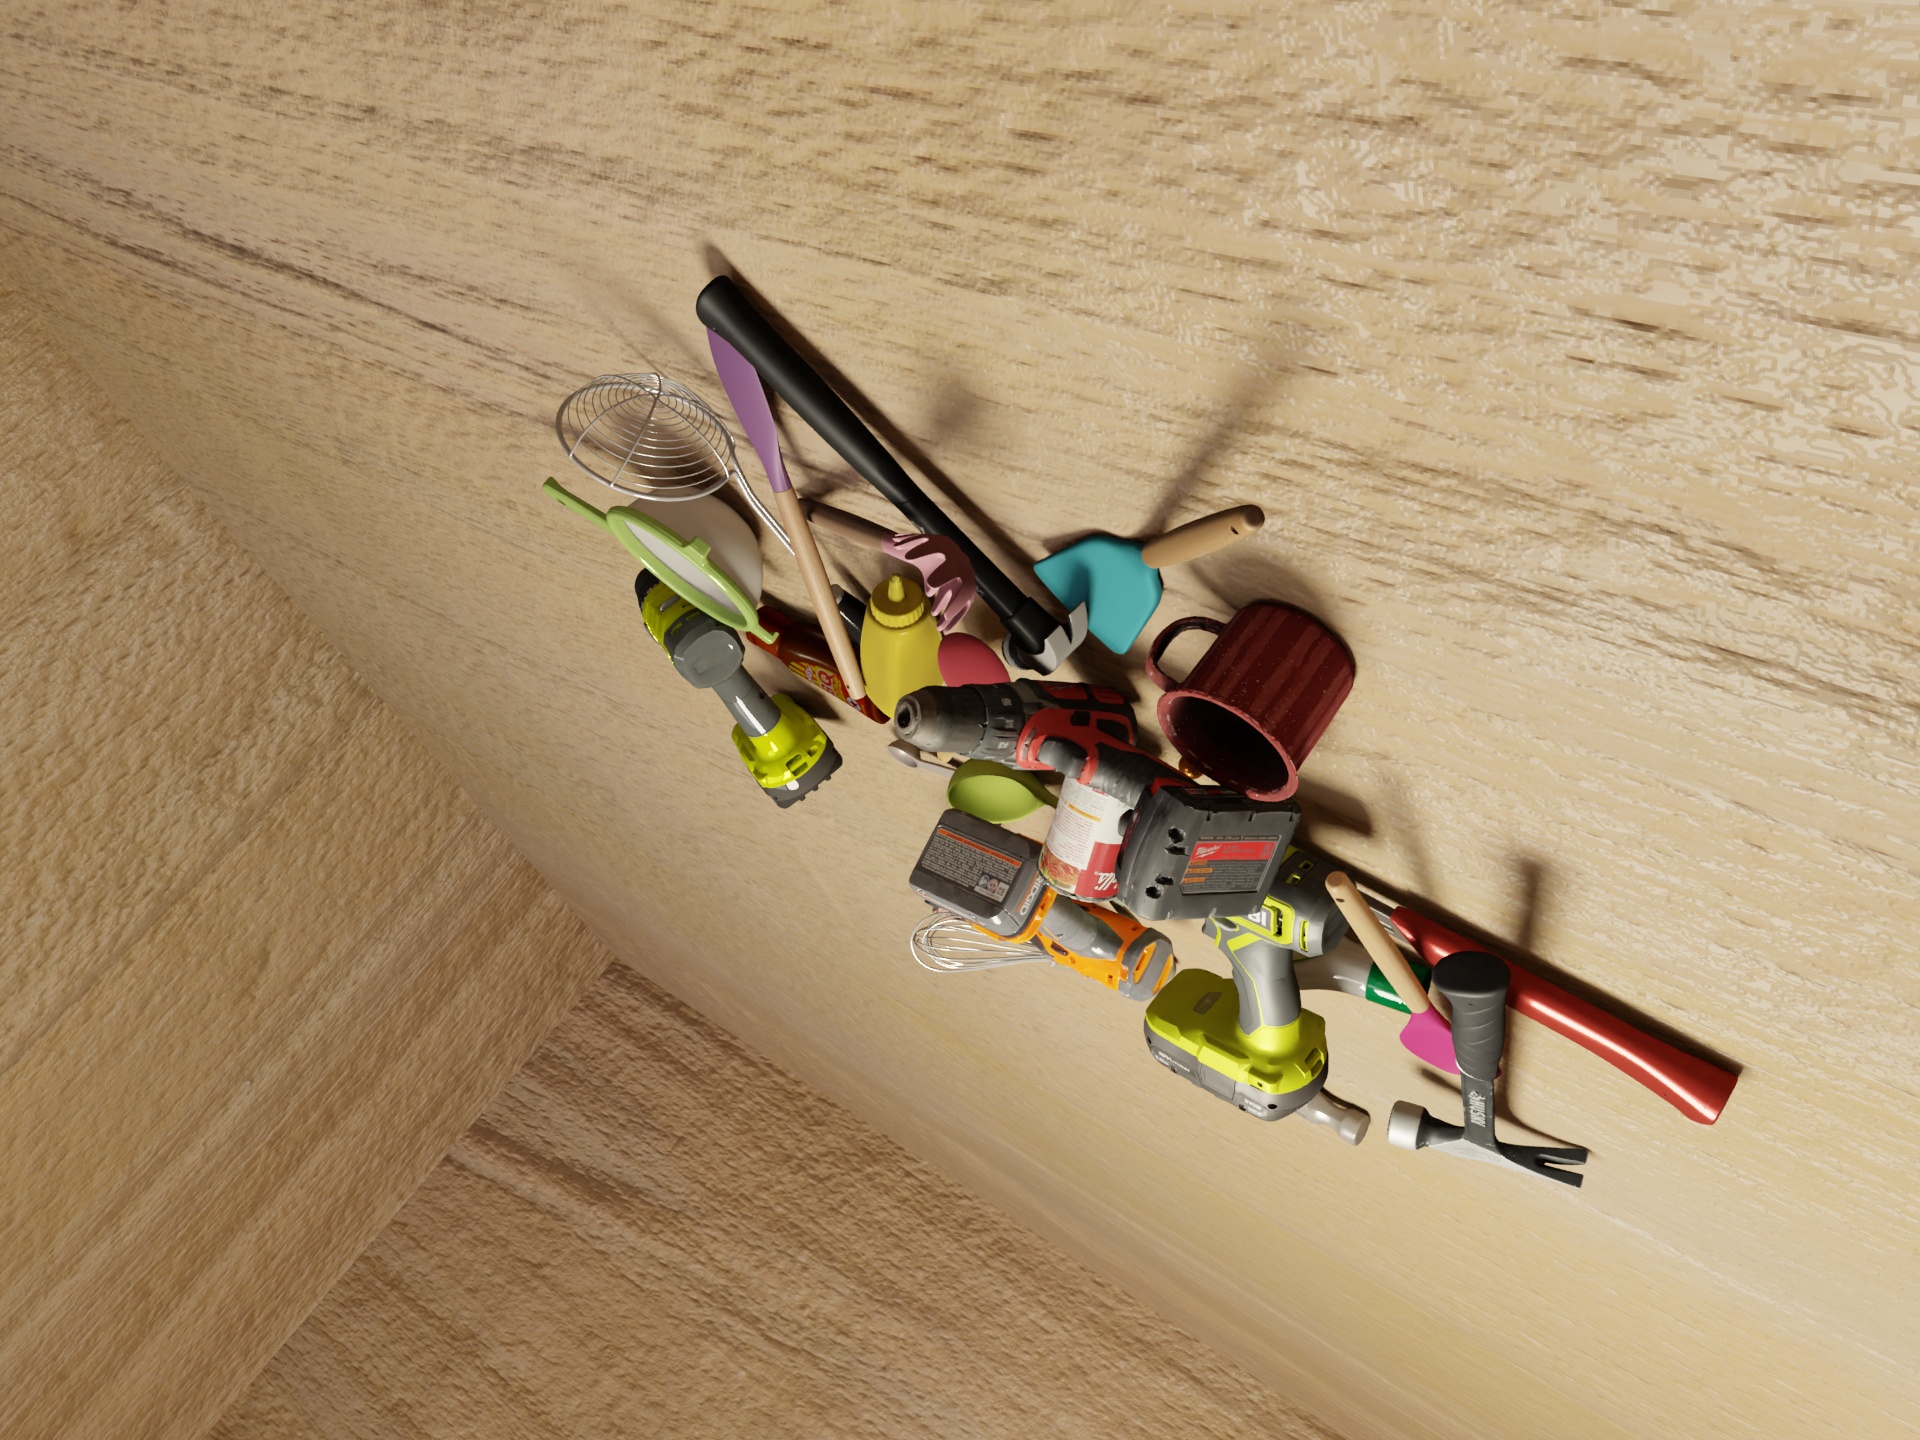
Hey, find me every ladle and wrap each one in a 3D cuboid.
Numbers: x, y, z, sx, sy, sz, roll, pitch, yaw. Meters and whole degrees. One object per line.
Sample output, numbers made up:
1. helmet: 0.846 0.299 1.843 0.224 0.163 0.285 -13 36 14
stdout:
1. ladle: 0.111 0.101 1.244 0.320 0.062 0.078 27 164 42
2. ladle: -0.002 -0.004 1.262 0.069 0.031 0.315 45 167 6

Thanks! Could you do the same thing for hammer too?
1. hammer: 0.274 0.263 1.379 0.130 0.031 0.331 23 153 35
2. hammer: 0.362 0.246 1.098 0.149 0.036 0.408 11 155 24
3. hammer: 0.333 0.154 1.059 0.359 0.037 0.149 29 156 26
4. hammer: -0.044 -0.157 1.033 0.334 0.035 0.146 45 171 -9

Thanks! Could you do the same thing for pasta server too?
1. pasta server: -0.062 -0.118 1.058 0.060 0.040 0.316 62 166 -25

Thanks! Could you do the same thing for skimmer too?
1. skimmer: -0.156 -0.125 1.220 0.090 0.127 0.362 -22 131 22

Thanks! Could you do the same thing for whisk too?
1. whisk: 0.076 0.212 1.447 0.246 0.059 0.058 8 -165 -5

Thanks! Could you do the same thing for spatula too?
1. spatula: 0.108 -0.085 0.880 0.082 0.044 0.317 45 175 -5
2. spatula: -0.122 -0.146 1.147 0.060 0.018 0.315 26 143 48

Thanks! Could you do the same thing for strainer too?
1. strainer: -0.249 -0.167 1.324 0.257 0.069 0.151 31 166 30

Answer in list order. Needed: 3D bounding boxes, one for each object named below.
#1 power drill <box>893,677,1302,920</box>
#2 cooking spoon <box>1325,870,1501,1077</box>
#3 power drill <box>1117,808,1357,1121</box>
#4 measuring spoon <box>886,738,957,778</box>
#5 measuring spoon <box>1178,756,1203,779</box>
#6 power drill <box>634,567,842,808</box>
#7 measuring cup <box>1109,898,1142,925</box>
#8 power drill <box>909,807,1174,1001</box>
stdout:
1. power drill: 0.081 0.036 1.013 0.187 0.080 0.227 3 -156 -39
2. cooking spoon: 0.303 0.180 1.075 0.069 0.017 0.318 5 151 37
3. power drill: 0.189 0.163 1.121 0.171 0.080 0.223 24 137 34
4. measuring spoon: -0.012 0.040 1.429 0.124 0.018 0.034 18 156 29
5. measuring spoon: 0.171 0.020 1.087 0.021 0.011 0.117 38 159 4
6. power drill: -0.216 -0.041 1.482 0.228 0.080 0.191 56 173 -36
7. measuring cup: 0.140 0.139 1.353 0.083 0.038 0.167 25 166 29
8. power drill: 0.060 0.154 1.327 0.164 0.084 0.226 19 168 44
